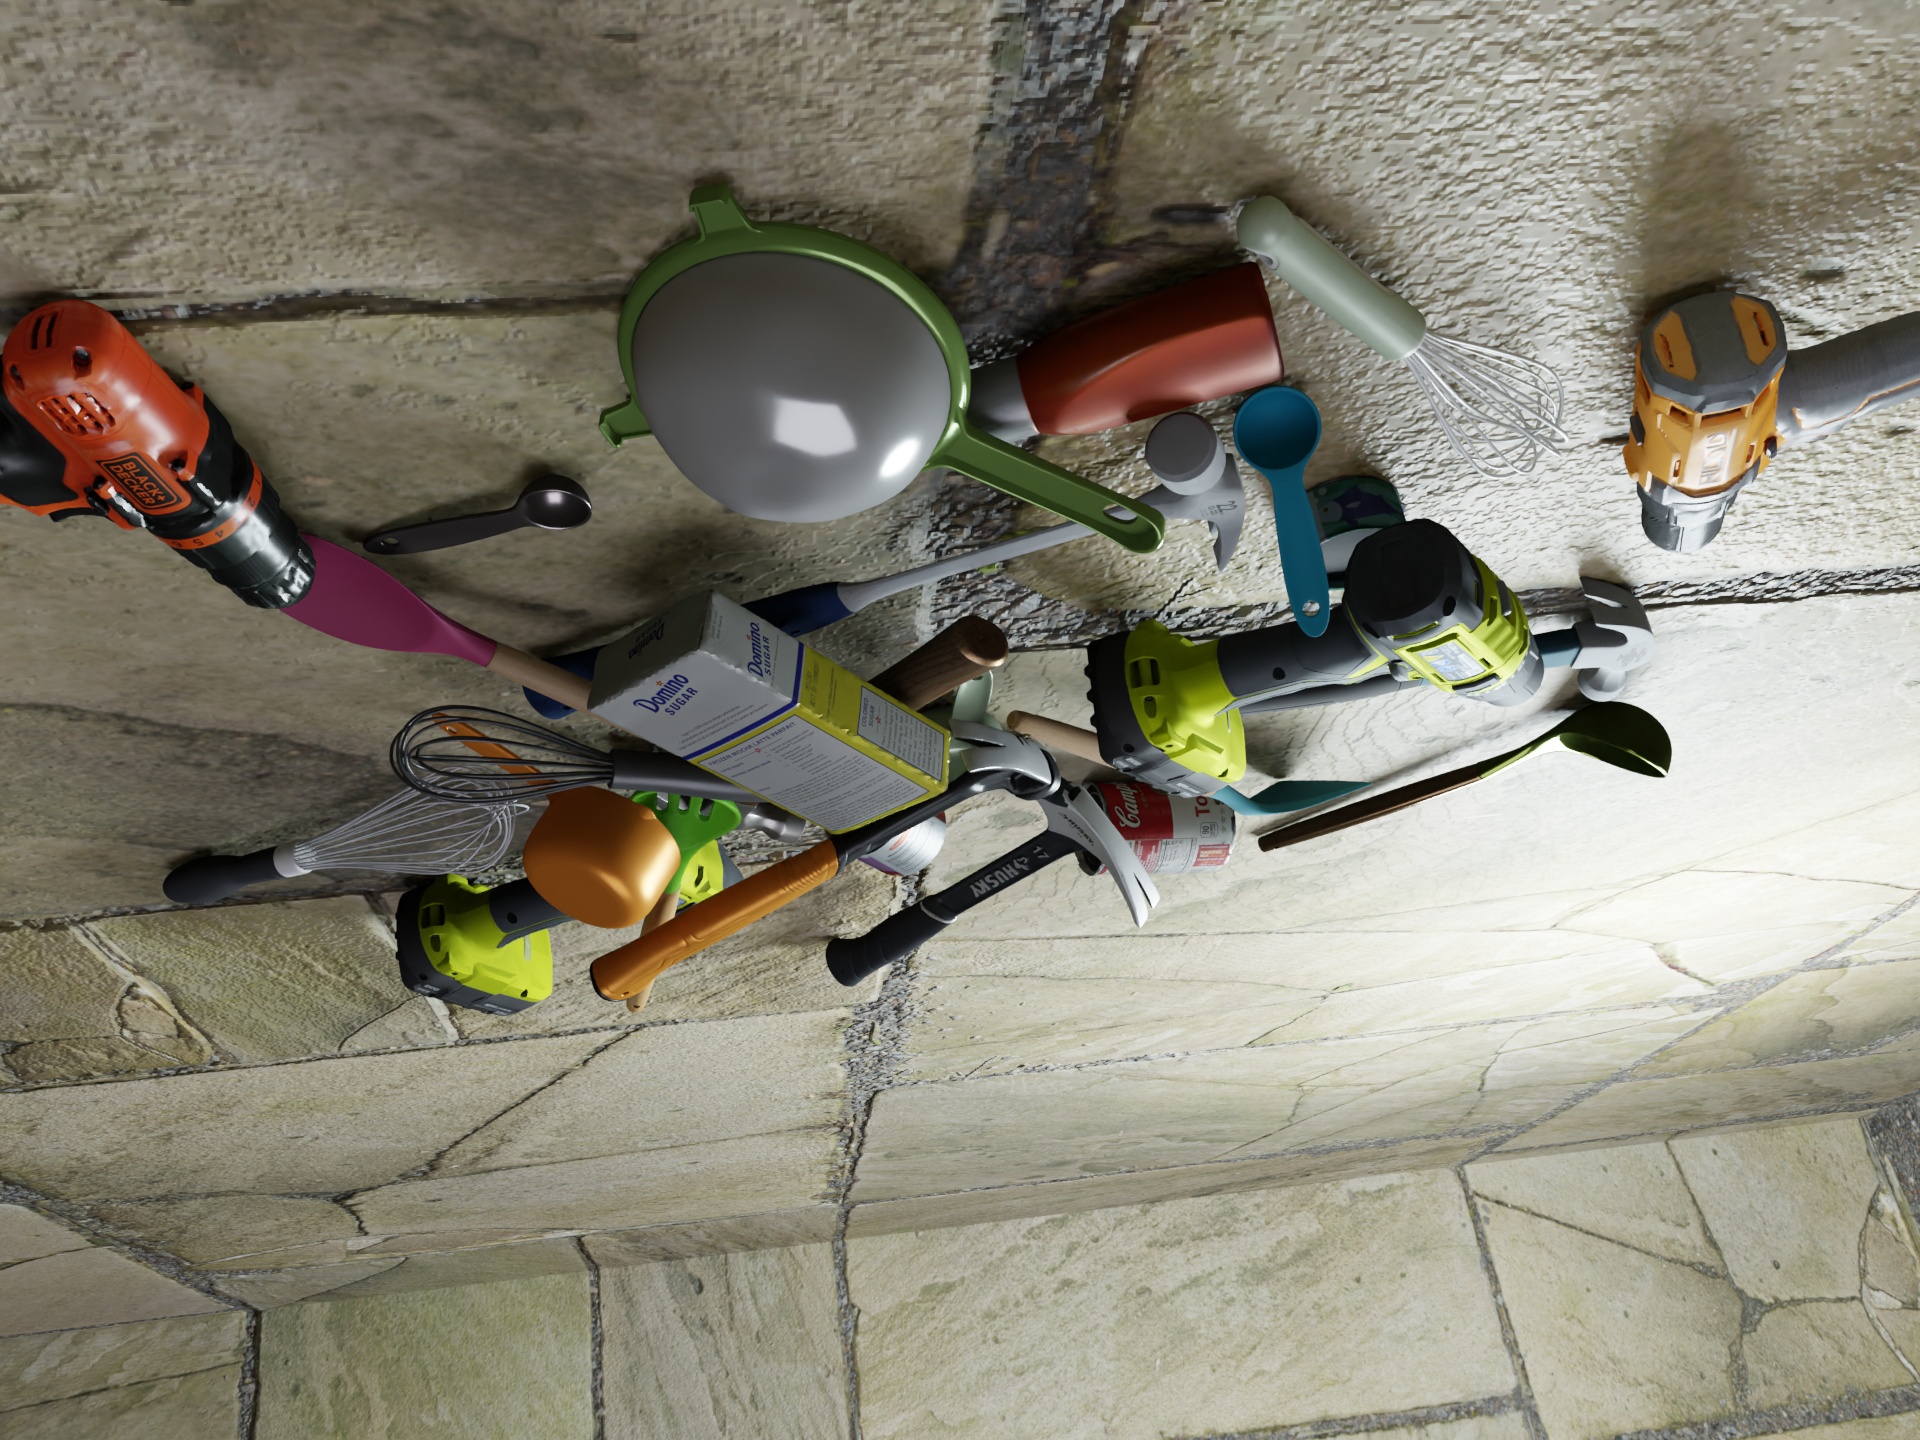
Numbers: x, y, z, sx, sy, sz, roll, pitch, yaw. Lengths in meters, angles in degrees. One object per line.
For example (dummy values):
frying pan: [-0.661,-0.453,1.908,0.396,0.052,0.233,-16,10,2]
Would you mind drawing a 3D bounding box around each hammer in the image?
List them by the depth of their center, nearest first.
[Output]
hammer: [-0.047,-0.066,0.839,0.405,0.035,0.144,-15,165,18]
hammer: [-0.083,0.009,0.950,0.130,0.031,0.331,14,153,-31]
hammer: [-0.103,0.096,1.000,0.337,0.034,0.127,-29,159,18]
hammer: [0.280,-0.030,1.024,0.331,0.033,0.128,-9,154,0]
hammer: [-0.003,0.142,1.217,0.149,0.036,0.409,46,143,-5]

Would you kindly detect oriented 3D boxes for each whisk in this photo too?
whisk: [0.205,-0.172,0.721,0.246,0.058,0.059,21,107,-40]
whisk: [-0.196,0.025,0.898,0.238,0.055,0.055,6,150,-23]
whisk: [-0.405,0.083,1.026,0.284,0.070,0.070,-13,153,18]

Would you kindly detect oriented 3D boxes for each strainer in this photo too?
strainer: [-0.026,-0.107,0.673,0.256,0.069,0.151,21,142,-17]

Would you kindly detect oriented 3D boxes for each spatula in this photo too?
spatula: [0.151,0.027,1.066,0.317,0.044,0.082,18,168,-38]

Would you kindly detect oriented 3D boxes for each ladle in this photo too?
ladle: [0.369,0.058,1.199,0.320,0.062,0.078,-23,147,32]

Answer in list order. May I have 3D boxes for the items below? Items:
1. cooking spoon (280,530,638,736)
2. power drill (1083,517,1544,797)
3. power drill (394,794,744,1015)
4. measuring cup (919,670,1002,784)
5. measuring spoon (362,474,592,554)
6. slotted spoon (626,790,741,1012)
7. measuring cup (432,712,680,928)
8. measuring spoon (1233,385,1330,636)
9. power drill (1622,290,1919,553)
cooking spoon: [-0.224,-0.025,0.837,0.318,0.017,0.068,27,137,-29]
power drill: [0.205,-0.026,0.898,0.228,0.080,0.190,-19,154,31]
power drill: [-0.275,0.137,1.143,0.223,0.080,0.171,-23,149,19]
measuring cup: [-0.002,-0.003,0.991,0.083,0.038,0.167,-3,151,-10]
measuring spoon: [-0.234,-0.099,0.765,0.124,0.018,0.034,-9,154,16]
slotted spoon: [-0.200,0.121,1.057,0.070,0.031,0.313,10,142,-12]
measuring cup: [-0.252,0.062,0.949,0.173,0.052,0.095,37,141,-18]
measuring spoon: [0.163,-0.103,0.786,0.042,0.021,0.128,-12,110,9]
power drill: [0.447,-0.154,0.783,0.226,0.084,0.185,-11,154,14]
